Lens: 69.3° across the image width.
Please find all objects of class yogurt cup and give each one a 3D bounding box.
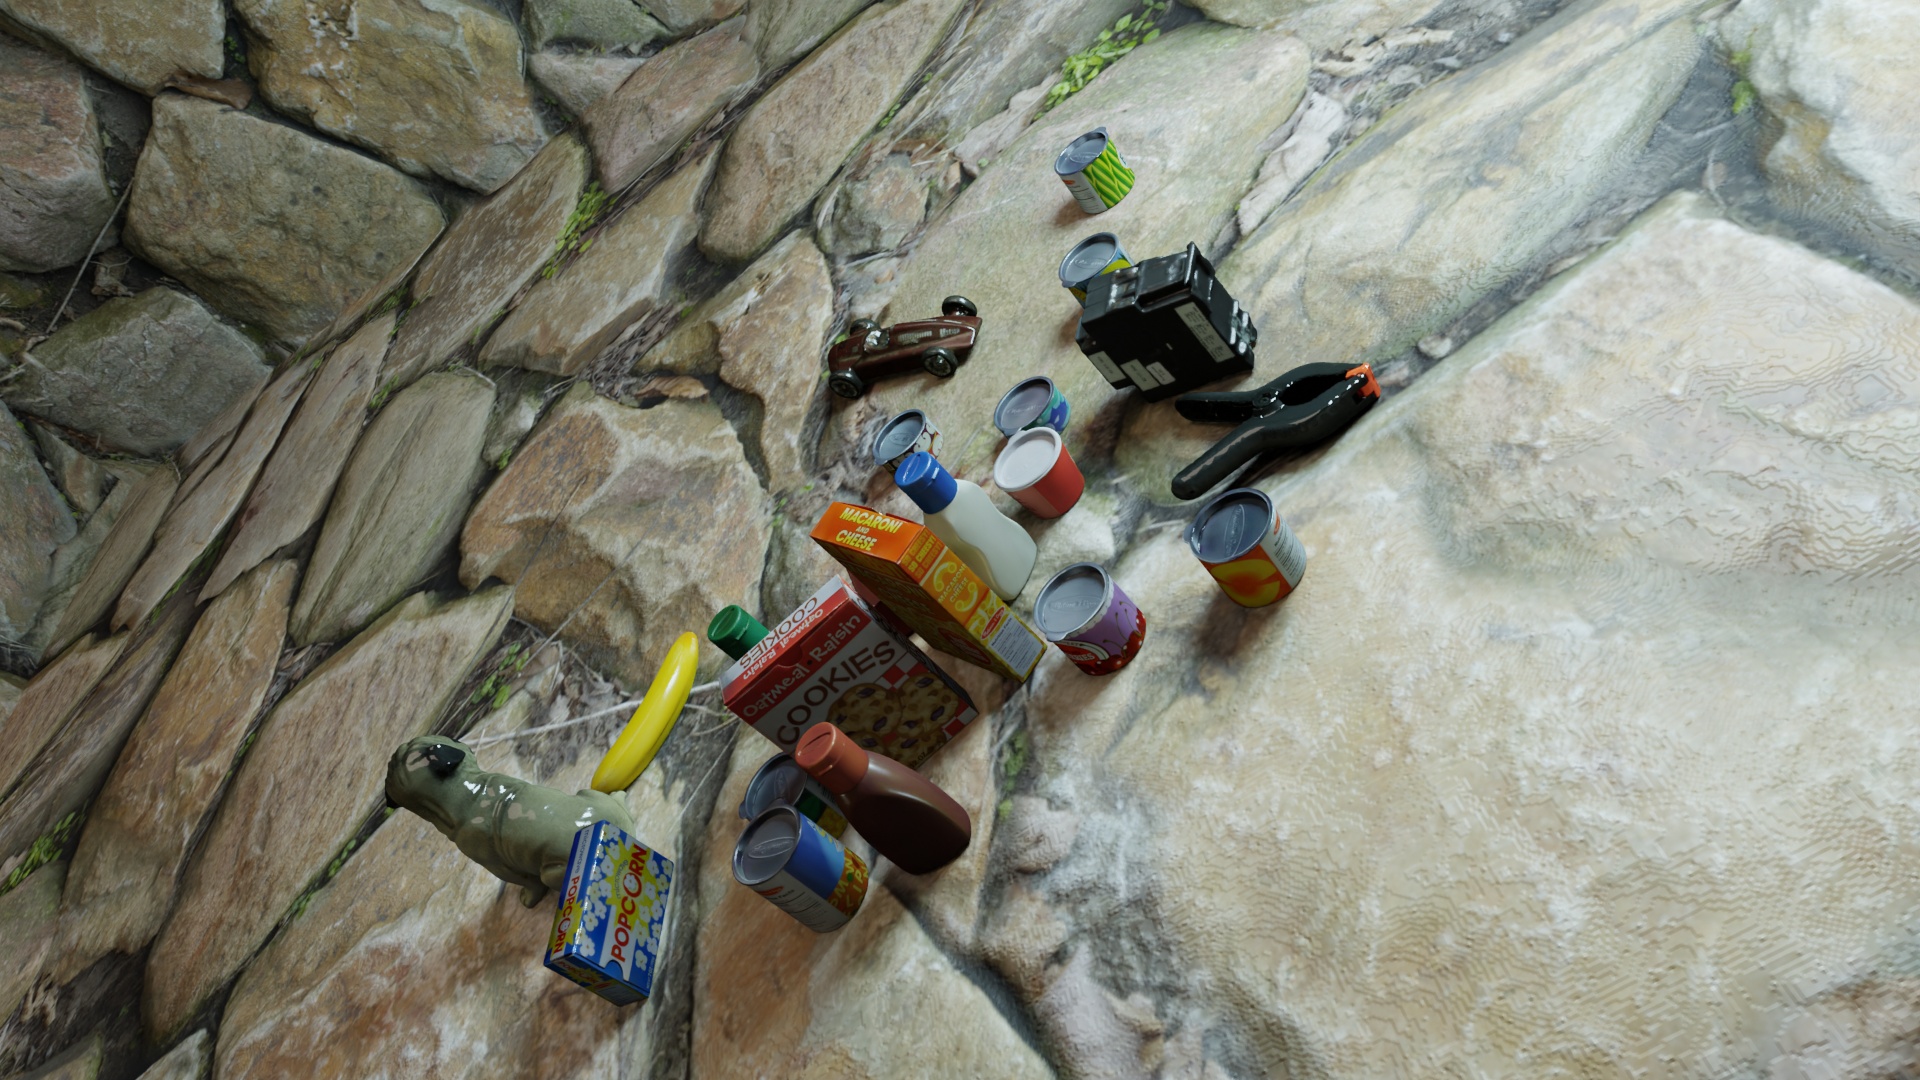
[{"bbox_3d":[0.070,-0.055,1.192,0.072,0.054,0.073,-26,39,24],"label":"yogurt cup"}]

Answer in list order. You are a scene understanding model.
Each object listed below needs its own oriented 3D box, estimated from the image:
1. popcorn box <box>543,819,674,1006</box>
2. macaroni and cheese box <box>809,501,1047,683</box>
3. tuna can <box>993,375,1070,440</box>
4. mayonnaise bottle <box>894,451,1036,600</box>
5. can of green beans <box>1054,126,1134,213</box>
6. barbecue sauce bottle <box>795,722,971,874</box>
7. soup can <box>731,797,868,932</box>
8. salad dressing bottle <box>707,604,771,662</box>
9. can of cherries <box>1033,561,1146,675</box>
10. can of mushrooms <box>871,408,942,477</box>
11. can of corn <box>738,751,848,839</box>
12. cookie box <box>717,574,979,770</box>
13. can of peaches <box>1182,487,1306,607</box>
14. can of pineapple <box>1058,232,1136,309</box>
[{"bbox_3d":[-0.288,0.306,1.147,0.038,0.085,0.127,-26,39,24],"label":"popcorn box"},{"bbox_3d":[-0.025,0.039,1.091,0.124,0.166,0.040,15,66,51],"label":"macaroni and cheese box"},{"bbox_3d":[0.065,-0.114,1.275,0.071,0.032,0.071,-26,39,23],"label":"tuna can"},{"bbox_3d":[0.004,-0.014,1.133,0.041,0.147,0.065,-4,51,43],"label":"mayonnaise bottle"},{"bbox_3d":[0.142,-0.387,1.459,0.071,0.057,0.071,-26,39,24],"label":"can of green beans"},{"bbox_3d":[-0.057,0.183,0.990,0.065,0.148,0.044,-34,36,15],"label":"barbecue sauce bottle"},{"bbox_3d":[-0.119,0.244,1.044,0.071,0.083,0.072,-27,39,24],"label":"soup can"},{"bbox_3d":[-0.148,0.108,1.158,0.064,0.147,0.044,-53,36,-13],"label":"salad dressing bottle"},{"bbox_3d":[0.096,0.061,1.042,0.071,0.058,0.072,-26,39,24],"label":"can of cherries"},{"bbox_3d":[-0.053,-0.093,1.371,0.071,0.033,0.071,-26,39,23],"label":"can of mushrooms"},{"bbox_3d":[-0.132,0.212,1.112,0.071,0.058,0.071,-26,39,24],"label":"can of corn"},{"bbox_3d":[-0.084,0.120,1.064,0.123,0.167,0.040,-42,35,4],"label":"cookie box"},{"bbox_3d":[0.204,0.006,0.993,0.071,0.058,0.071,-26,39,24],"label":"can of peaches"},{"bbox_3d":[0.135,-0.249,1.324,0.071,0.057,0.071,-26,39,24],"label":"can of pineapple"}]
